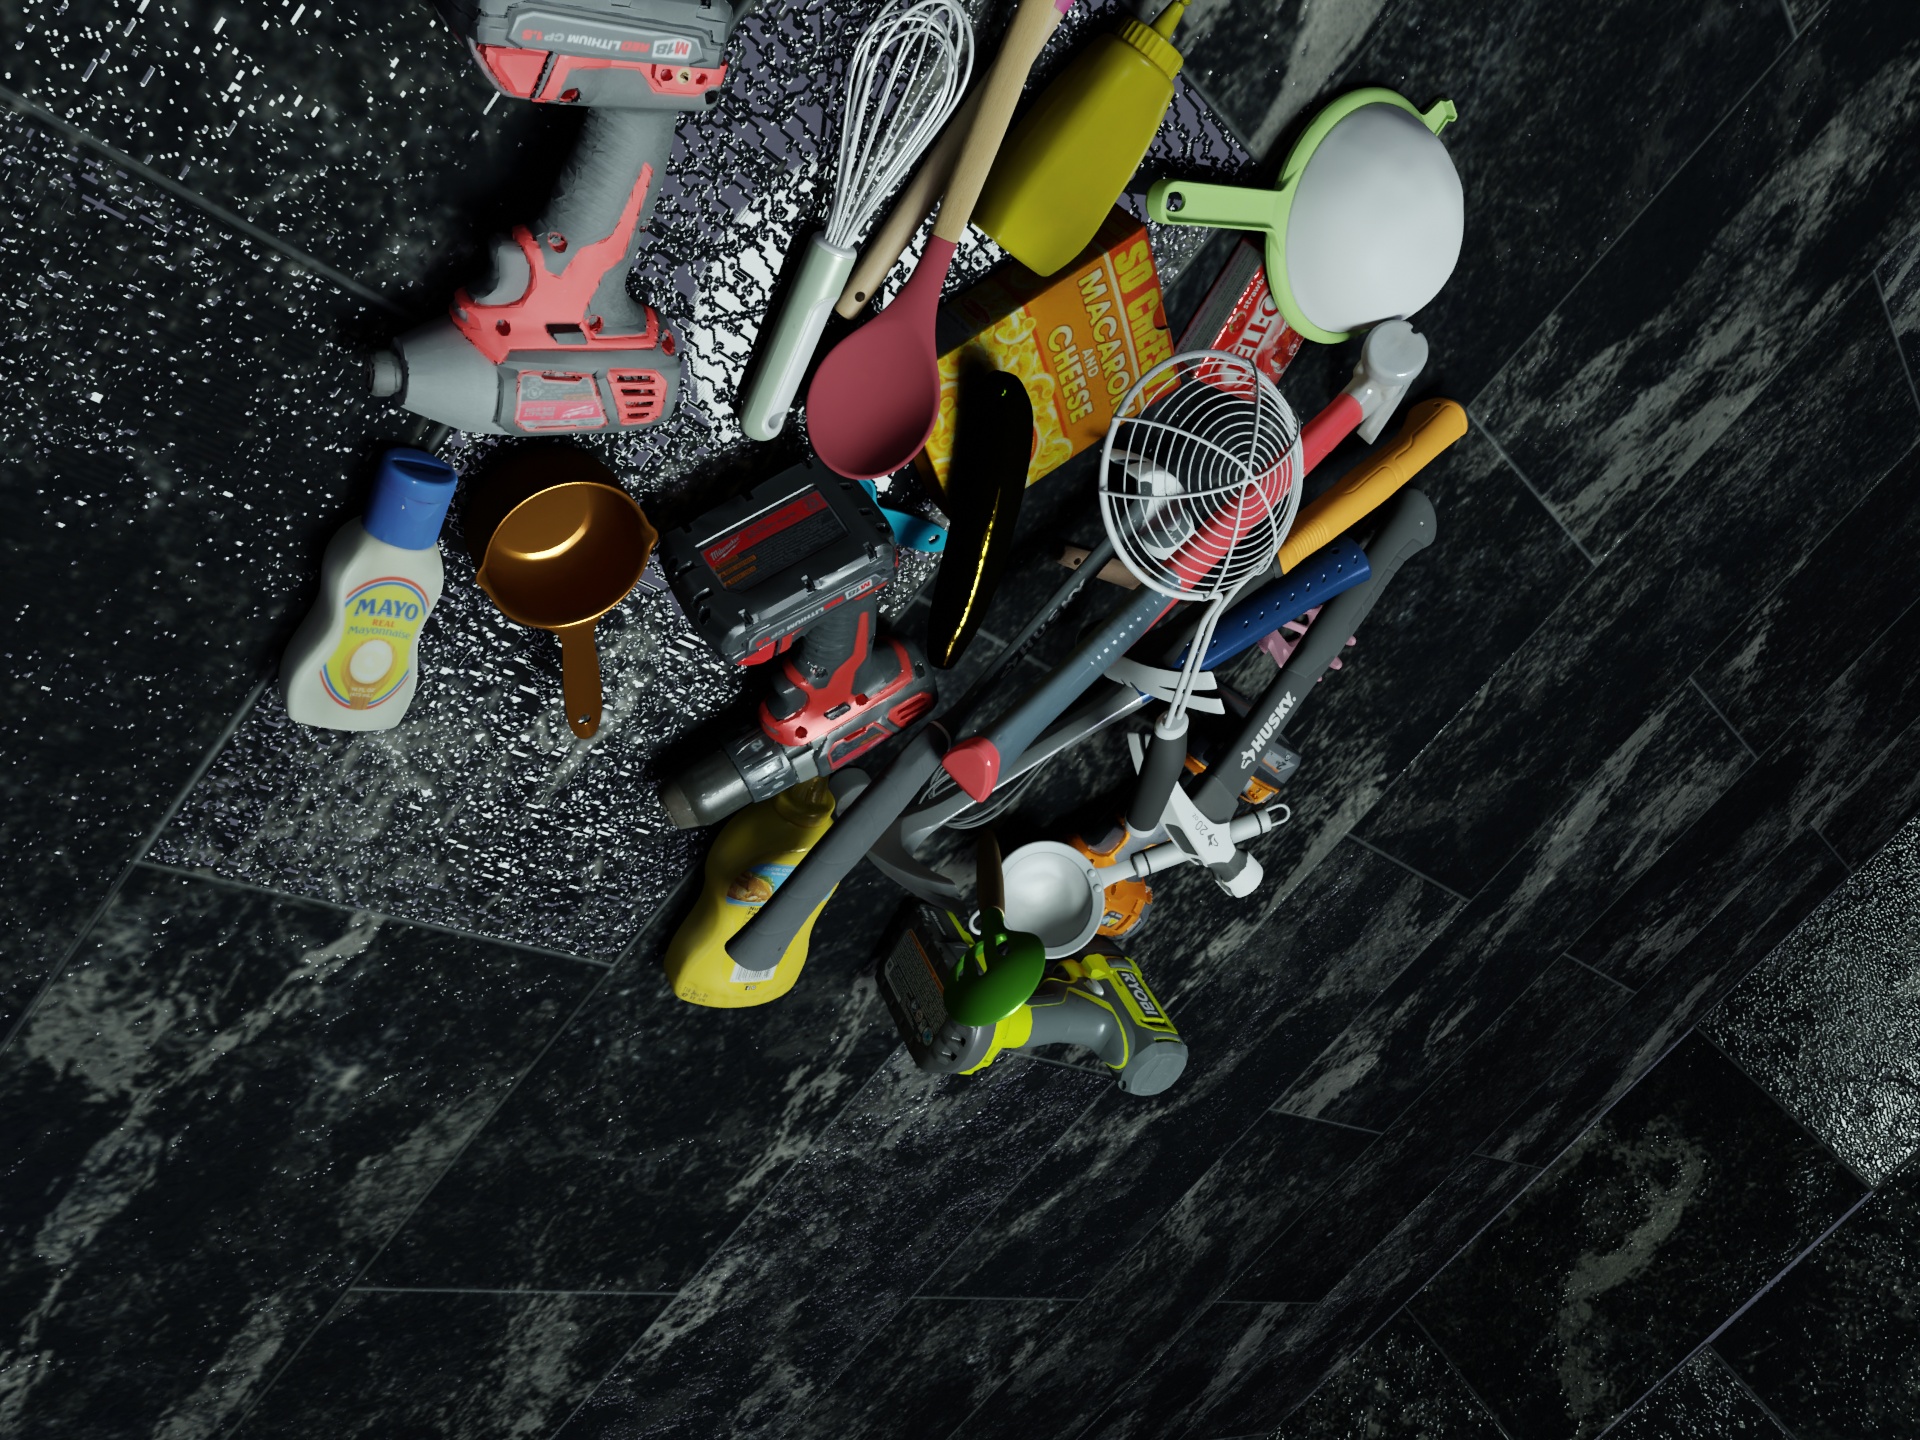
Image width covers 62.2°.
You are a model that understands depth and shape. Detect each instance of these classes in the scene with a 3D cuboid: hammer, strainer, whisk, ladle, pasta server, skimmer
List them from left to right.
[{"bbox_3d":[-0.059,-0.245,0.798,0.058,0.059,0.246,-28,153,-55],"label":"whisk"},{"bbox_3d":[-0.002,-0.003,0.993,0.409,0.036,0.149,-48,159,-2],"label":"hammer"},{"bbox_3d":[0.000,-0.269,0.803,0.069,0.031,0.315,24,110,-2],"label":"ladle"},{"bbox_3d":[0.070,0.010,1.152,0.239,0.055,0.055,-31,141,-17],"label":"whisk"},{"bbox_3d":[0.111,-0.011,1.082,0.405,0.144,0.035,-31,135,-11],"label":"hammer"},{"bbox_3d":[0.127,0.111,1.184,0.258,0.087,0.050,-19,173,-5],"label":"strainer"},{"bbox_3d":[0.118,-0.053,0.932,0.127,0.090,0.363,-27,152,-21],"label":"skimmer"},{"bbox_3d":[0.139,-0.091,1.004,0.386,0.038,0.143,-44,171,-5],"label":"hammer"},{"bbox_3d":[0.181,-0.084,1.152,0.316,0.040,0.060,12,113,-43],"label":"pasta server"},{"bbox_3d":[0.250,-0.044,1.164,0.146,0.035,0.335,46,71,-25],"label":"hammer"},{"bbox_3d":[0.237,-0.124,1.088,0.337,0.127,0.034,-38,125,-20],"label":"hammer"},{"bbox_3d":[0.217,-0.290,0.921,0.256,0.069,0.151,-10,118,-39],"label":"strainer"}]

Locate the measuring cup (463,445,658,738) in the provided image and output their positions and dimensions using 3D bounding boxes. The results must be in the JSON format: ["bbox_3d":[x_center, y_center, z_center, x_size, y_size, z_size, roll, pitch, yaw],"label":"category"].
[{"bbox_3d":[-0.213,-0.066,0.844,0.095,0.052,0.173,-18,139,-24],"label":"measuring cup"}]

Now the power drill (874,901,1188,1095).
[{"bbox_3d":[0.054,0.212,1.249,0.223,0.171,0.080,12,120,-35],"label":"power drill"}]

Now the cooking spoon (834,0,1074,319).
[{"bbox_3d":[0.030,-0.337,0.800,0.068,0.017,0.319,25,110,-36],"label":"cooking spoon"}]

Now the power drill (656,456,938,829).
[{"bbox_3d":[-0.109,-0.029,0.926,0.188,0.080,0.226,-30,153,-12],"label":"power drill"}]

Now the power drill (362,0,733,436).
[{"bbox_3d":[-0.184,-0.224,0.697,0.143,0.079,0.219,-9,135,-32],"label":"power drill"}]

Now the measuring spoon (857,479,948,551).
[{"bbox_3d":[-0.048,-0.124,0.952,0.042,0.021,0.128,-47,150,18],"label":"measuring spoon"}]

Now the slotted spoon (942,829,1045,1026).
[{"bbox_3d":[0.019,0.124,1.063,0.070,0.314,0.031,-30,101,7],"label":"slotted spoon"}]

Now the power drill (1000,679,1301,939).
[{"bbox_3d":[0.139,0.071,1.238,0.226,0.084,0.164,-48,139,16],"label":"power drill"}]
